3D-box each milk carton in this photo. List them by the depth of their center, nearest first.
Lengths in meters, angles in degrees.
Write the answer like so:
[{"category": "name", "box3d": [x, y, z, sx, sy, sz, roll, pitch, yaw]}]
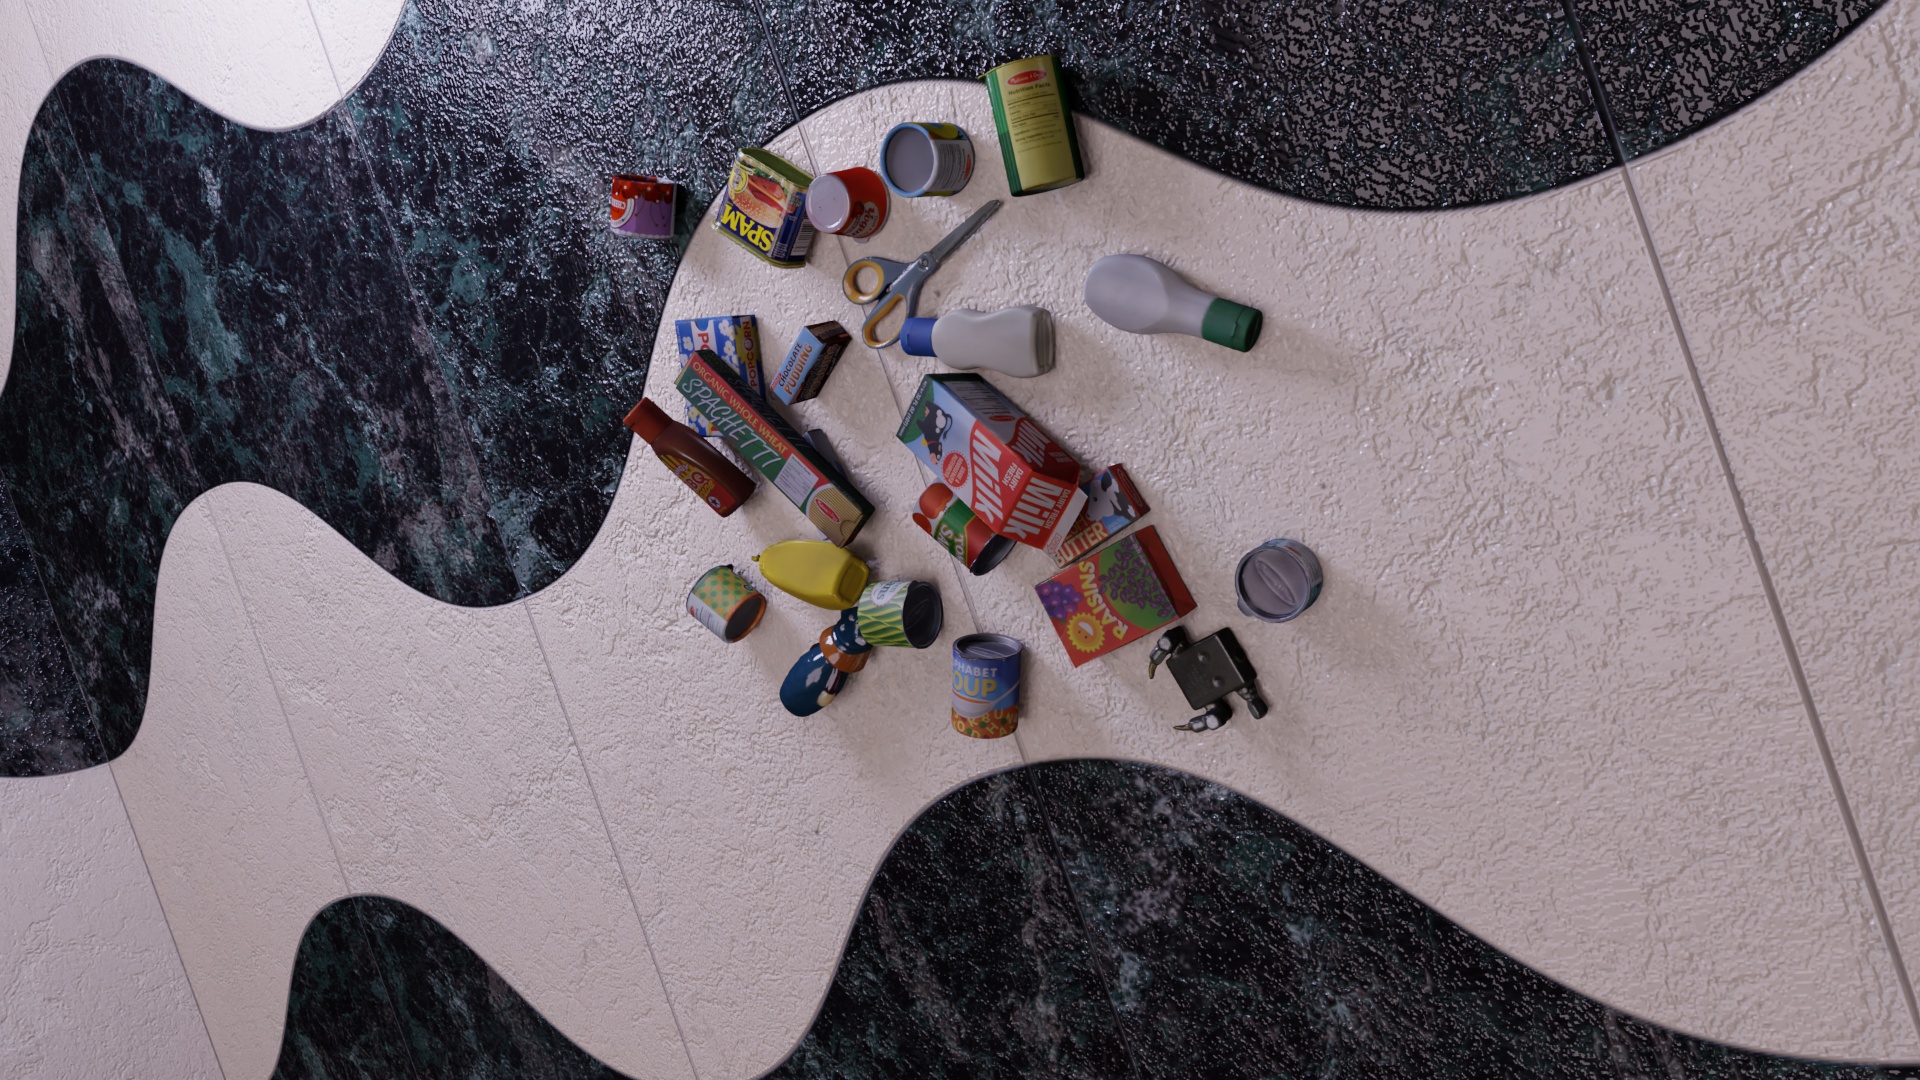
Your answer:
[{"category": "milk carton", "box3d": [0.036, -0.069, 1.243, 0.191, 0.073, 0.072, 44, 122, 29]}]

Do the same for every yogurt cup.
[{"category": "yogurt cup", "box3d": [-0.109, -0.318, 1.309, 0.072, 0.054, 0.072, 9, 107, 33]}]

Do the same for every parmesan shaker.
[{"category": "parmesan shaker", "box3d": [0.060, -0.348, 1.174, 0.071, 0.071, 0.103, -8, 99, 36]}]

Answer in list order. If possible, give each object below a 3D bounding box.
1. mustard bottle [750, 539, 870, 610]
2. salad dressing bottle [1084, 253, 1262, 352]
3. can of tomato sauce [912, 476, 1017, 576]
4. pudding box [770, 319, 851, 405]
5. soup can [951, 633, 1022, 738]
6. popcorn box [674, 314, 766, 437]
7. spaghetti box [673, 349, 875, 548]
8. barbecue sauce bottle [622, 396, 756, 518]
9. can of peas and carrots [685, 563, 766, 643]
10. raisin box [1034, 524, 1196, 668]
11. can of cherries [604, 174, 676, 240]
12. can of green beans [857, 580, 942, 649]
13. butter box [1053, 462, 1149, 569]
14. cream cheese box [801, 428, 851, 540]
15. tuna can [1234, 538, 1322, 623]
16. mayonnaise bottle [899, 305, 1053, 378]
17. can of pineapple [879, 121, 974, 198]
[{"category": "mustard bottle", "box3d": [-0.163, 0.029, 1.436, 0.160, 0.048, 0.065, 13, 70, 44]}, {"category": "salad dressing bottle", "box3d": [0.176, -0.194, 1.151, 0.148, 0.044, 0.064, 24, 113, 27]}, {"category": "can of tomato sauce", "box3d": [0.005, -0.016, 1.300, 0.083, 0.071, 0.071, 41, 122, 20]}, {"category": "pudding box", "box3d": [-0.149, -0.176, 1.377, 0.030, 0.050, 0.083, 46, 123, 15]}, {"category": "soup can", "box3d": [0.023, 0.140, 1.328, 0.071, 0.071, 0.083, 12, 110, 32]}, {"category": "popcorn box", "box3d": [-0.250, -0.172, 1.456, 0.085, 0.038, 0.126, 2, 104, 36]}, {"category": "spaghetti box", "box3d": [-0.189, -0.095, 1.397, 0.250, 0.029, 0.050, 44, 119, 12]}, {"category": "barbecue sauce bottle", "box3d": [-0.286, -0.089, 1.461, 0.148, 0.044, 0.064, 43, 146, -14]}, {"category": "can of peas and carrots", "box3d": [-0.252, 0.068, 1.506, 0.059, 0.071, 0.070, 36, 120, 22]}, {"category": "raisin box", "box3d": [0.137, 0.051, 1.245, 0.123, 0.040, 0.086, -31, 85, 37]}, {"category": "can of cherries", "box3d": [-0.333, -0.348, 1.446, 0.071, 0.072, 0.058, 20, 113, 29]}, {"category": "can of green beans", "box3d": [-0.060, 0.073, 1.371, 0.058, 0.071, 0.071, 1, 103, 35]}, {"category": "butter box", "box3d": [0.115, -0.021, 1.250, 0.103, 0.024, 0.053, -36, 81, 36]}, {"category": "cream cheese box", "box3d": [-0.141, -0.057, 1.420, 0.053, 0.024, 0.104, -33, 83, 37]}, {"category": "tuna can", "box3d": [0.263, 0.035, 1.156, 0.071, 0.033, 0.071, 10, 108, 33]}, {"category": "mayonnaise bottle", "box3d": [0.014, -0.184, 1.268, 0.148, 0.041, 0.064, 9, 109, 34]}, {"category": "can of pineapple", "box3d": [-0.032, -0.342, 1.246, 0.071, 0.058, 0.070, 10, 108, 33]}]
